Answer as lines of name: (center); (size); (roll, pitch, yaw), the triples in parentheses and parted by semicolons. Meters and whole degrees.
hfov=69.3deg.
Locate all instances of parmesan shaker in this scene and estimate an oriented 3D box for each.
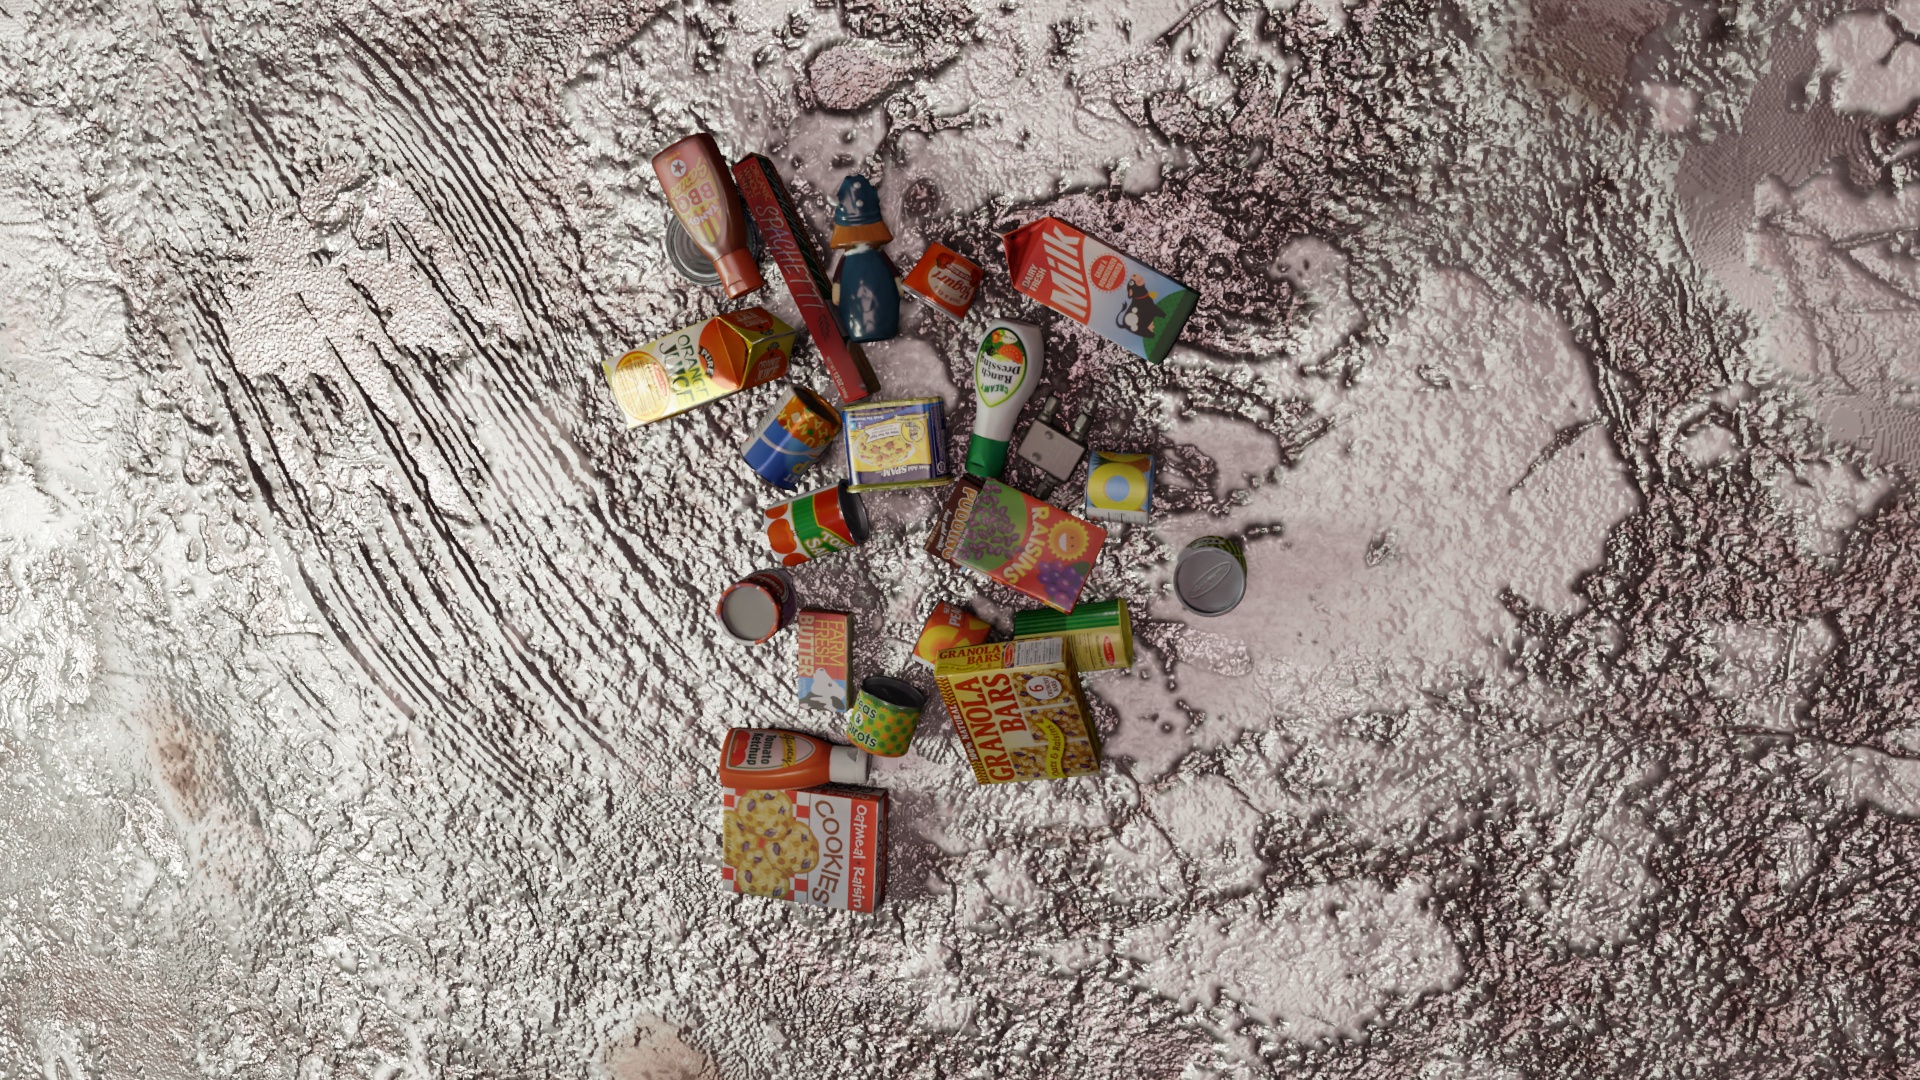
parmesan shaker: (0.107, 0.091, 1.321); (0.103, 0.071, 0.071); (-7, 99, 14)

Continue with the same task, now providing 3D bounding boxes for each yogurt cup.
yogurt cup: (-0.014, -0.241, 1.288); (0.072, 0.072, 0.054); (31, 98, 5)

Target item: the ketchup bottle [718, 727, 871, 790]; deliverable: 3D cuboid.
ketchup bottle: (-0.167, 0.224, 1.411); (0.149, 0.065, 0.043); (3, 135, 5)

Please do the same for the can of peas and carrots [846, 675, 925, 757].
can of peas and carrots: (-0.076, 0.174, 1.375); (0.071, 0.071, 0.058); (21, 105, 8)

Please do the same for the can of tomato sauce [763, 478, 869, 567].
can of tomato sauce: (-0.140, -0.015, 1.354); (0.083, 0.071, 0.071); (-18, 96, 16)

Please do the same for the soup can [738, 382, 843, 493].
soup can: (-0.161, -0.099, 1.345); (0.071, 0.071, 0.083); (42, 106, 2)

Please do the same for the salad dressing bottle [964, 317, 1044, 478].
salad dressing bottle: (0.037, -0.133, 1.305); (0.064, 0.044, 0.147); (19, 105, 25)

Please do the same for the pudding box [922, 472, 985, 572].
pudding box: (0.005, -0.017, 1.342); (0.050, 0.030, 0.083); (30, 105, 4)

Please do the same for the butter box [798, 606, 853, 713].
butter box: (-0.136, 0.120, 1.402); (0.053, 0.024, 0.103); (3, 101, 11)

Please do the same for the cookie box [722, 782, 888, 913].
cookie box: (-0.160, 0.310, 1.435); (0.167, 0.040, 0.122); (5, 102, 12)

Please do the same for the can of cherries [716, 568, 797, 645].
can of cherries: (-0.202, 0.064, 1.388); (0.071, 0.058, 0.071); (2, 102, 12)

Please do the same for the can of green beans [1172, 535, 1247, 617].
can of green beans: (0.232, 0.032, 1.287); (0.071, 0.058, 0.071); (2, 101, 12)

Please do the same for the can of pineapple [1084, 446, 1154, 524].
can of pineapple: (0.148, -0.051, 1.286); (0.058, 0.071, 0.071); (4, 102, 11)

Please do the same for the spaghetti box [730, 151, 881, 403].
spaghetti box: (-0.146, -0.248, 1.321); (0.028, 0.050, 0.250); (-25, 94, 15)

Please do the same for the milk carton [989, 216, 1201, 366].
milk carton: (0.116, -0.236, 1.255); (0.191, 0.072, 0.073); (30, 106, 6)

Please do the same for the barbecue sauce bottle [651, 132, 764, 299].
barbecue sauce bottle: (-0.230, -0.300, 1.296); (0.064, 0.044, 0.148); (-22, 96, 23)

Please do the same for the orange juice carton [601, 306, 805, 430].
orange juice carton: (-0.240, -0.169, 1.322); (0.192, 0.072, 0.073); (-15, 97, 30)

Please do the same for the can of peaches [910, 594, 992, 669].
can of peaches: (-0.007, 0.096, 1.347); (0.058, 0.071, 0.071); (27, 105, 6)

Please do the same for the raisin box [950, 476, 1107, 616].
raisin box: (0.064, 0.006, 1.289); (0.123, 0.040, 0.086); (25, 84, 6)

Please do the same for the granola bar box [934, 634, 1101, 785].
granola bar box: (0.057, 0.163, 1.318); (0.124, 0.039, 0.164); (-8, 131, 14)
